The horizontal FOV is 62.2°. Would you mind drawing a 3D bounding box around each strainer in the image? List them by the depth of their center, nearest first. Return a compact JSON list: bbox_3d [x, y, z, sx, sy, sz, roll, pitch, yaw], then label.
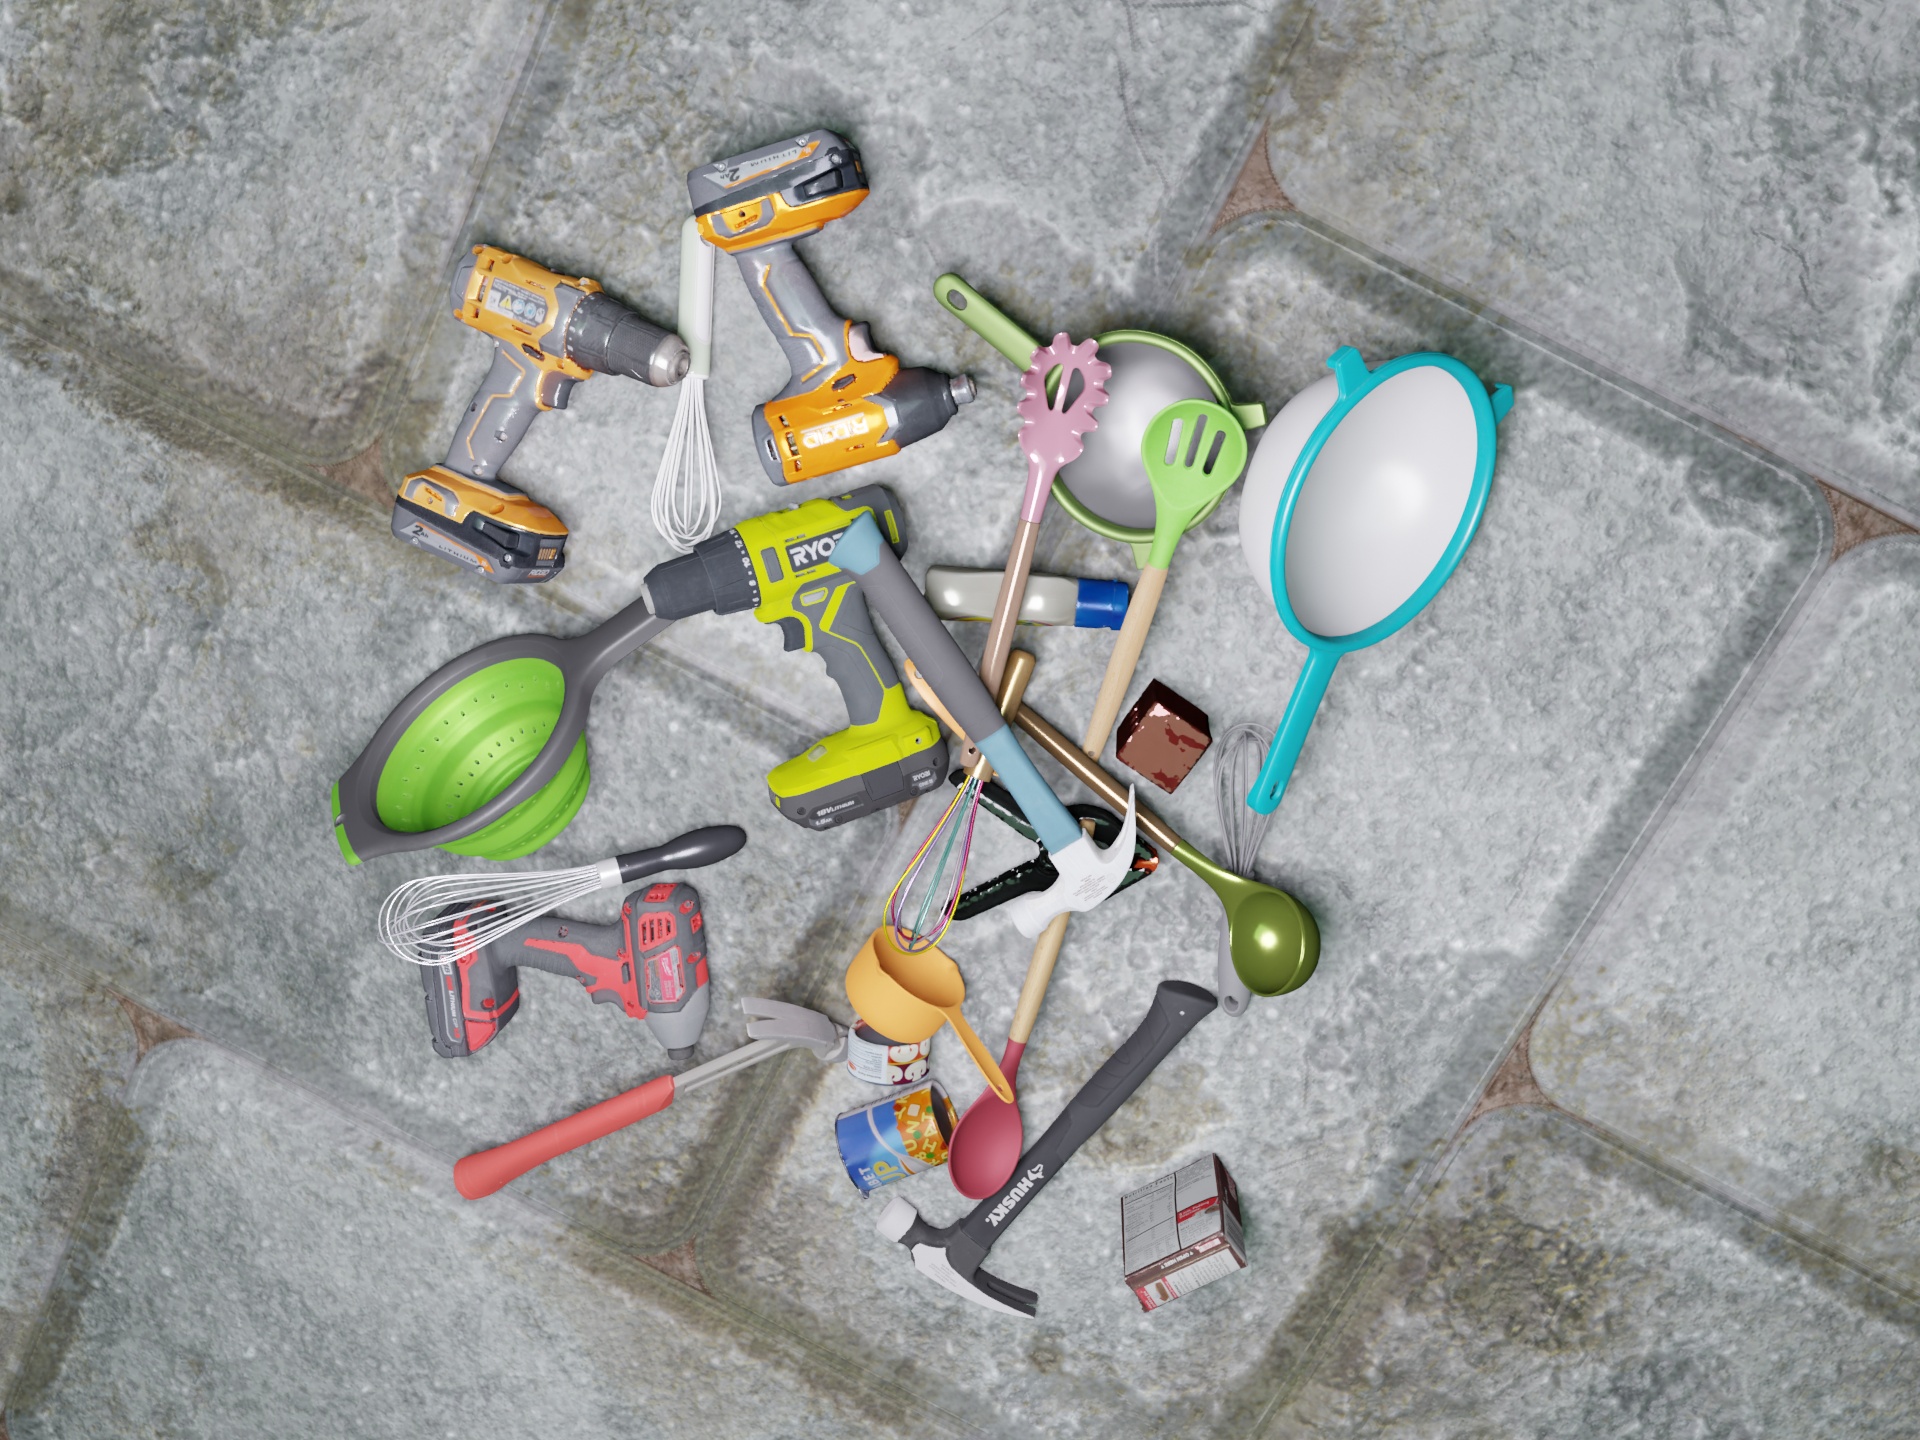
[{"bbox_3d":[0.244,-0.102,1.114,0.095,0.211,0.340,38,119,44],"label":"strainer"},{"bbox_3d":[0.091,-0.239,1.133,0.256,0.069,0.151,40,125,7],"label":"strainer"}]

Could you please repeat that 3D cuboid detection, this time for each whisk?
[{"bbox_3d":[-0.198,-0.246,1.174,0.059,0.057,0.246,11,101,36],"label":"whisk"},{"bbox_3d":[0.001,0.062,1.186,0.047,0.051,0.245,22,92,10],"label":"whisk"},{"bbox_3d":[0.215,0.117,1.208,0.055,0.055,0.239,2,107,6],"label":"whisk"},{"bbox_3d":[-0.302,0.126,1.223,0.284,0.070,0.070,-15,102,-16],"label":"whisk"}]

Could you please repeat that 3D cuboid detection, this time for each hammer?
[{"bbox_3d":[0.012,-0.002,1.127,0.128,0.033,0.331,-31,105,14],"label":"hammer"},{"bbox_3d":[0.088,0.338,1.277,0.146,0.035,0.334,39,104,-2],"label":"hammer"},{"bbox_3d":[-0.268,0.309,1.277,0.359,0.149,0.037,-26,63,17],"label":"hammer"}]

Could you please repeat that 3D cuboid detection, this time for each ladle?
[{"bbox_3d":[0.134,0.081,1.176,0.320,0.062,0.078,41,126,10],"label":"ladle"},{"bbox_3d":[0.051,0.222,1.220,0.069,0.031,0.315,9,104,-33],"label":"ladle"}]

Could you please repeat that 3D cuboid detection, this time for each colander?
[{"bbox_3d":[-0.285,-0.009,1.212,0.397,0.205,0.094,-36,131,-2],"label":"colander"}]

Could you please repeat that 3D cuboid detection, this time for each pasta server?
[{"bbox_3d":[0.042,-0.113,1.115,0.060,0.040,0.316,14,106,-1],"label":"pasta server"}]

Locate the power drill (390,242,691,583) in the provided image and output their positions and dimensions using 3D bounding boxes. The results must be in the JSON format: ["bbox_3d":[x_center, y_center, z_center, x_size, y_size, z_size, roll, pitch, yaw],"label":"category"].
[{"bbox_3d":[-0.307,-0.214,1.166,0.185,0.084,0.226,23,102,13],"label":"power drill"}]

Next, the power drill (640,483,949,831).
[{"bbox_3d":[-0.114,-0.042,1.163,0.190,0.080,0.228,-20,105,-14],"label":"power drill"}]

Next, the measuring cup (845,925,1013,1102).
[{"bbox_3d":[-0.023,0.237,1.216,0.052,0.095,0.174,-51,59,21],"label":"measuring cup"}]

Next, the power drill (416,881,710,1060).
[{"bbox_3d":[-0.310,0.208,1.277,0.219,0.078,0.143,-4,103,5],"label":"power drill"}]

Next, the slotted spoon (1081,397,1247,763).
[{"bbox_3d":[0.130,-0.090,1.126,0.070,0.031,0.313,18,126,3],"label":"slotted spoon"}]

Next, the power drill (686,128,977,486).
[{"bbox_3d":[-0.090,-0.295,1.134,0.164,0.084,0.226,-14,105,9],"label":"power drill"}]

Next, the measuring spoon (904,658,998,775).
[{"bbox_3d":[-0.002,-0.004,1.224,0.021,0.011,0.117,-41,92,27],"label":"measuring spoon"}]
